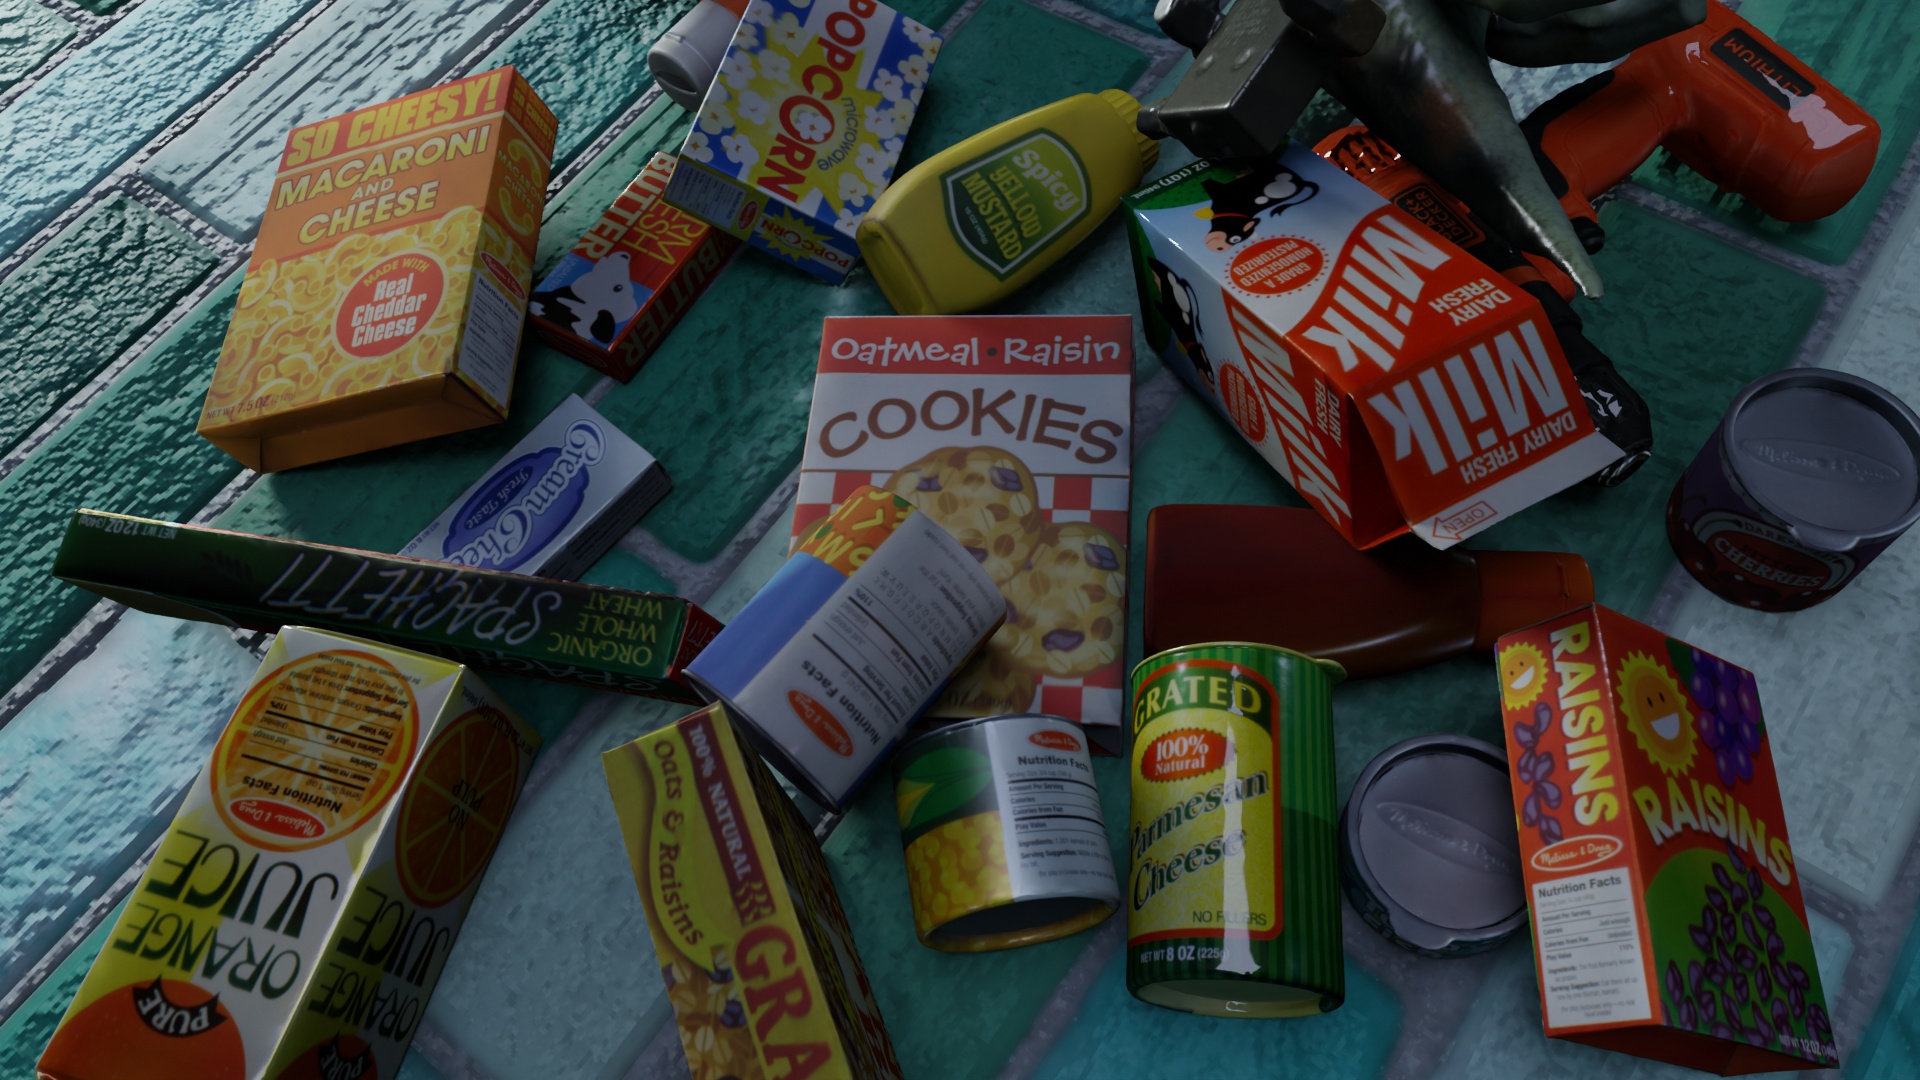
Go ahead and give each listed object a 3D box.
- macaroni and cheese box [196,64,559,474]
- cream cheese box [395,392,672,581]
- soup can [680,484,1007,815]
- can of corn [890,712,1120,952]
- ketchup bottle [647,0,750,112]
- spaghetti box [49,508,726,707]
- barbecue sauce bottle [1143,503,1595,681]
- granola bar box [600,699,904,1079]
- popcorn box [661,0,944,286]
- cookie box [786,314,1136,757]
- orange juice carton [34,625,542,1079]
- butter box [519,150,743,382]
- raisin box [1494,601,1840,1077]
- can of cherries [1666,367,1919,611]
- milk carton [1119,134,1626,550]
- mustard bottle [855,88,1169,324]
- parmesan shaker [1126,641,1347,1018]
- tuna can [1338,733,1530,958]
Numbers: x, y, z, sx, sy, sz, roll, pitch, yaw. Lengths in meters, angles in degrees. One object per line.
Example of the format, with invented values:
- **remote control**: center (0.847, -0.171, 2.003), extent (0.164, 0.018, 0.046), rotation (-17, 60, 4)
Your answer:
- **macaroni and cheese box**: center (-0.245, -0.117, 0.596), extent (0.123, 0.040, 0.167), rotation (-10, 59, 16)
- **cream cheese box**: center (-0.169, -0.006, 0.547), extent (0.053, 0.024, 0.104), rotation (36, 71, 21)
- **soup can**: center (-0.037, 0.033, 0.444), extent (0.071, 0.071, 0.084), rotation (35, 72, 22)
- **can of corn**: center (0.013, 0.096, 0.448), extent (0.071, 0.071, 0.058), rotation (-11, 62, 1)
- **ketchup bottle**: center (-0.088, -0.268, 0.669), extent (0.065, 0.043, 0.149), rotation (29, 68, 29)
- **spaghetti box**: center (-0.202, 0.023, 0.493), extent (0.250, 0.050, 0.029), rotation (7, 73, 14)
- **barbecue sauce bottle**: center (0.139, 0.020, 0.486), extent (0.148, 0.043, 0.065), rotation (1, 62, 7)
- **granola bar box**: center (-0.045, 0.144, 0.393), extent (0.039, 0.123, 0.166), rotation (-23, 61, -5)
- **popcorn box**: center (-0.066, -0.186, 0.606), extent (0.085, 0.038, 0.127), rotation (24, 63, -15)
- **cookie box**: center (0.002, -0.007, 0.519), extent (0.123, 0.040, 0.168), rotation (1, 63, 8)
- **orange juice carton**: center (-0.218, 0.132, 0.451), extent (0.073, 0.071, 0.193), rotation (11, 63, 13)
- **butter box**: center (-0.138, -0.122, 0.606), extent (0.053, 0.024, 0.104), rotation (27, 68, 20)
- **raisin box**: center (0.210, 0.090, 0.419), extent (0.086, 0.040, 0.124), rotation (19, 59, -26)
- **can of cherries**: center (0.286, -0.014, 0.479), extent (0.071, 0.058, 0.072), rotation (-2, 62, 4)
- **milk carton**: center (0.136, -0.066, 0.486), extent (0.072, 0.073, 0.191), rotation (-26, 44, -8)
- **mustard bottle**: center (0.034, -0.150, 0.580), extent (0.161, 0.049, 0.065), rotation (-37, 103, -18)
- **parmesan shaker**: center (0.088, 0.091, 0.437), extent (0.071, 0.071, 0.103), rotation (1, 62, 7)
- **tuna can**: center (0.155, 0.100, 0.445), extent (0.071, 0.032, 0.071), rotation (-3, 61, 5)
